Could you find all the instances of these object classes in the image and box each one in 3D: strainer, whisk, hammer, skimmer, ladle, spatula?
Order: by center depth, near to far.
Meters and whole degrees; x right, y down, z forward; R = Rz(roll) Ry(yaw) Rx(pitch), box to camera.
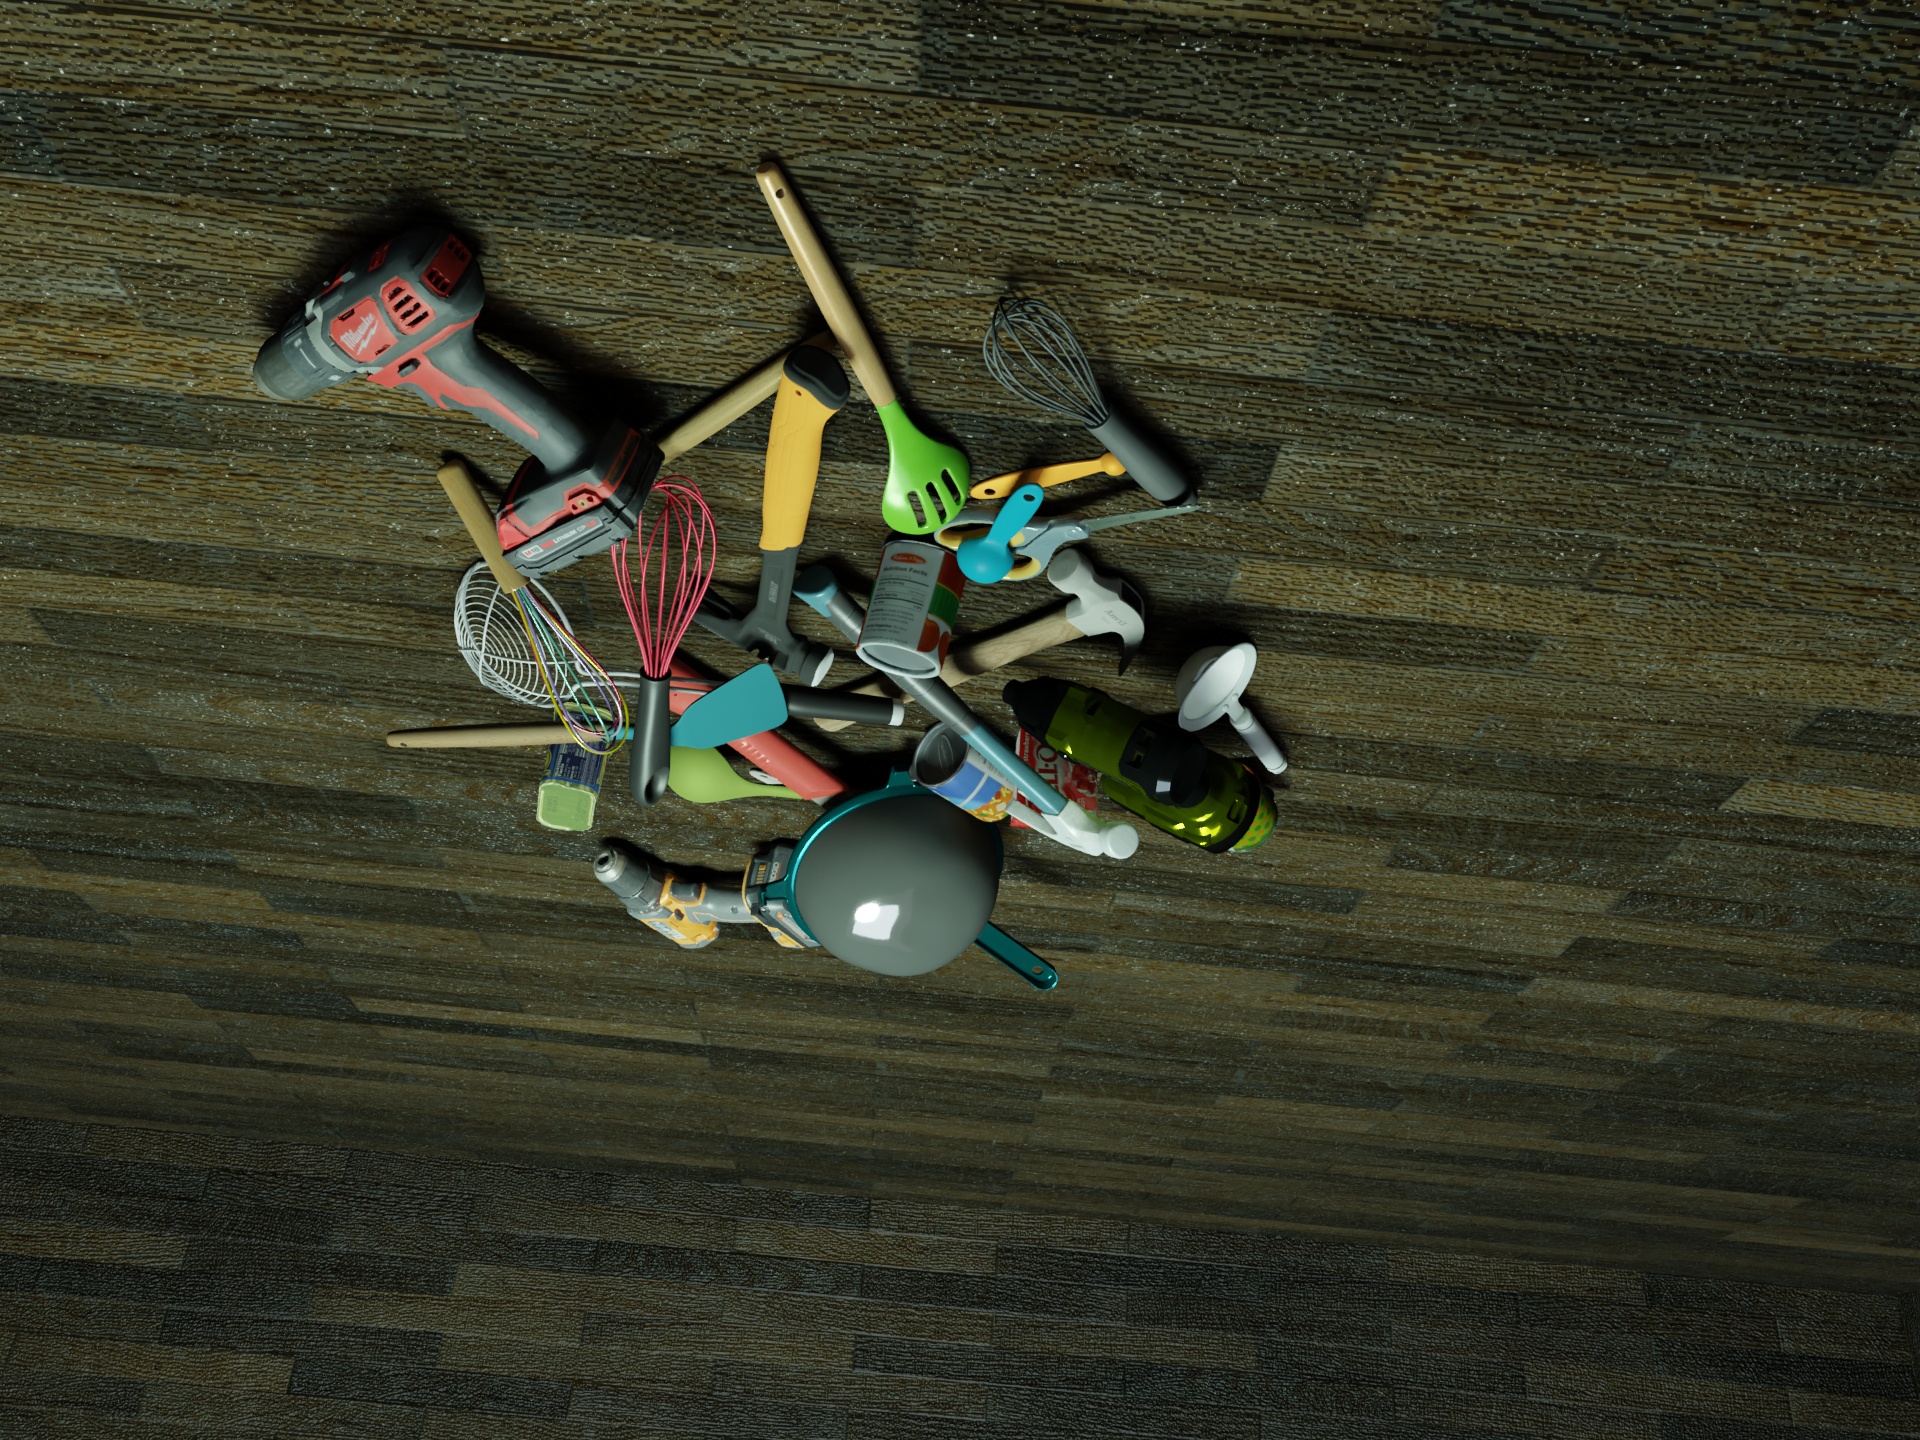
[{"bbox_3d":[0.090,-0.192,1.007,0.055,0.055,0.238,-16,149,33],"label":"whisk"},{"bbox_3d":[-0.194,-0.189,1.080,0.315,0.031,0.069,-23,135,37],"label":"ladle"},{"bbox_3d":[-0.128,-0.141,1.097,0.127,0.034,0.336,29,150,4],"label":"hammer"},{"bbox_3d":[-0.222,-0.050,1.159,0.073,0.073,0.295,8,128,-5],"label":"whisk"},{"bbox_3d":[-0.314,-0.082,1.175,0.047,0.051,0.244,-29,111,-9],"label":"whisk"},{"bbox_3d":[-0.002,-0.004,1.255,0.330,0.033,0.128,43,165,-19],"label":"hammer"},{"bbox_3d":[-0.299,0.001,1.258,0.317,0.044,0.082,-2,146,6],"label":"spatula"},{"bbox_3d":[-0.225,-0.050,1.292,0.363,0.090,0.127,7,132,-15],"label":"skimmer"},{"bbox_3d":[0.006,-0.047,1.293,0.331,0.031,0.129,-20,142,38],"label":"hammer"},{"bbox_3d":[0.228,-0.005,1.321,0.087,0.050,0.258,-47,144,1],"label":"strainer"},{"bbox_3d":[-0.139,0.040,1.428,0.149,0.037,0.358,-40,126,13],"label":"hammer"},{"bbox_3d":[-0.010,0.199,1.501,0.211,0.095,0.340,-42,125,14],"label":"strainer"},{"bbox_3d":[-0.123,0.058,1.502,0.320,0.062,0.078,7,151,-17],"label":"ladle"}]

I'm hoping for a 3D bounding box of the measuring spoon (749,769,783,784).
[{"bbox_3d":[-0.144,0.065,1.538,0.124,0.018,0.034,21,155,-14],"label":"measuring spoon"}]

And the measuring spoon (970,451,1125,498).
[{"bbox_3d":[0.060,-0.165,1.093,0.117,0.011,0.021,-9,148,24],"label":"measuring spoon"}]

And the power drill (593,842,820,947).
[{"bbox_3d":[-0.264,0.182,1.699,0.226,0.084,0.185,-6,147,28],"label":"power drill"}]

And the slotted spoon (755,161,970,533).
[{"bbox_3d":[-0.058,-0.218,0.994,0.070,0.031,0.313,-35,141,-4],"label":"slotted spoon"}]

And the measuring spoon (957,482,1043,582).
[{"bbox_3d":[0.029,-0.127,1.106,0.042,0.021,0.128,19,154,-11],"label":"measuring spoon"}]

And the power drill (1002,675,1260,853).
[{"bbox_3d":[0.141,0.029,1.281,0.171,0.080,0.223,26,177,32],"label":"power drill"}]

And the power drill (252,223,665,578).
[{"bbox_3d":[-0.325,-0.196,1.020,0.188,0.080,0.226,-17,133,34],"label":"power drill"}]
